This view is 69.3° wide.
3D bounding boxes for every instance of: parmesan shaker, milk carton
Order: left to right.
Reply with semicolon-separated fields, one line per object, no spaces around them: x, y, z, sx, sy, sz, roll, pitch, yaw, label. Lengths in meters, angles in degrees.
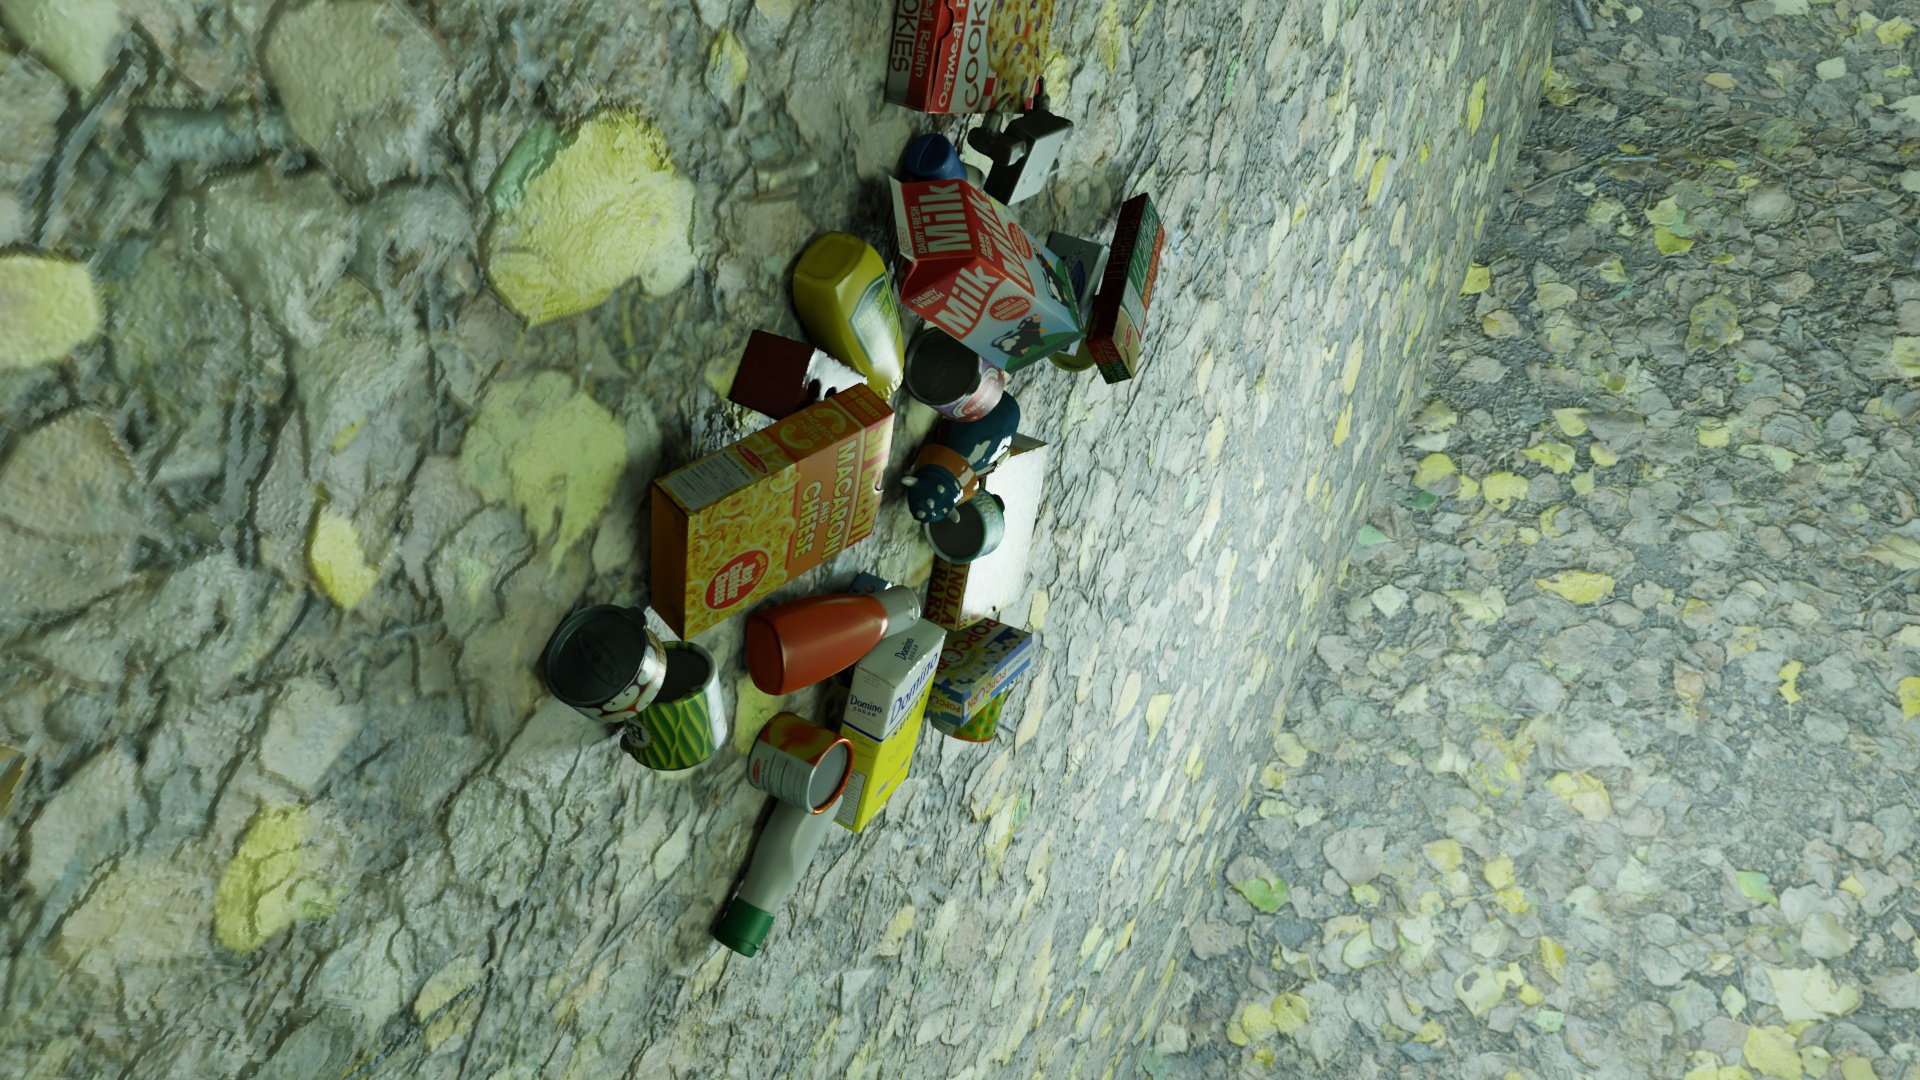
0.009;-0.199;1.028;0.190;0.073;0.072;26;46;-50;milk carton
0.130;-0.204;1.327;0.103;0.071;0.071;-26;131;-56;parmesan shaker

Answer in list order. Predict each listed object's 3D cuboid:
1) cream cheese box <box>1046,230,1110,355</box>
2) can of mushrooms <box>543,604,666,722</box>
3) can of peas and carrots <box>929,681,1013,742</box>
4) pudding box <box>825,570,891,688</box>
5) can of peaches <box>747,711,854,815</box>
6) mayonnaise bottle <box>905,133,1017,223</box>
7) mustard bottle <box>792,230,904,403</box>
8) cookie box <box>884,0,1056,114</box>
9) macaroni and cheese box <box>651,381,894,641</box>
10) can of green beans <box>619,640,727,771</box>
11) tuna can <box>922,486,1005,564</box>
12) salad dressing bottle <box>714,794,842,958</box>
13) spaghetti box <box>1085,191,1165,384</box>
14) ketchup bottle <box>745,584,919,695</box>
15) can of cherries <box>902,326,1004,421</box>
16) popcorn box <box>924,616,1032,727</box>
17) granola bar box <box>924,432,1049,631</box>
0.094;-0.223;1.257;0.024;0.053;0.103;13;96;-66;cream cheese box
-0.212;0.073;0.840;0.071;0.071;0.033;-61;154;-18;can of mushrooms
0.011;0.156;1.344;0.071;0.071;0.058;-7;115;-62;can of peas and carrots
-0.085;0.073;1.138;0.084;0.030;0.049;-56;150;-28;pudding box
-0.124;0.175;1.102;0.071;0.058;0.071;-43;143;-44;can of peaches
0.001;-0.255;1.064;0.065;0.041;0.148;-67;155;-10;mayonnaise bottle
-0.070;-0.146;0.989;0.065;0.049;0.159;-58;152;-22;mustard bottle
0.014;-0.374;1.005;0.168;0.040;0.122;-26;131;-56;cookie box
-0.122;-0.019;0.911;0.167;0.040;0.123;-31;151;-33;macaroni and cheese box
-0.190;0.108;0.913;0.071;0.071;0.057;-44;143;-43;can of green beans
0.004;-0.015;1.208;0.033;0.071;0.070;-22;127;-57;tuna can
-0.149;0.264;1.133;0.148;0.044;0.064;-62;159;-14;salad dressing bottle
0.157;-0.240;1.295;0.050;0.028;0.251;58;33;-33;spaghetti box
-0.094;0.069;1.065;0.149;0.043;0.064;-17;111;-45;ketchup bottle
-0.003;-0.131;1.110;0.058;0.071;0.071;24;86;-65;can of cherries
-0.001;0.113;1.271;0.127;0.085;0.038;-35;137;-50;popcorn box
0.026;-0.009;1.292;0.124;0.039;0.165;-21;126;-58;granola bar box
